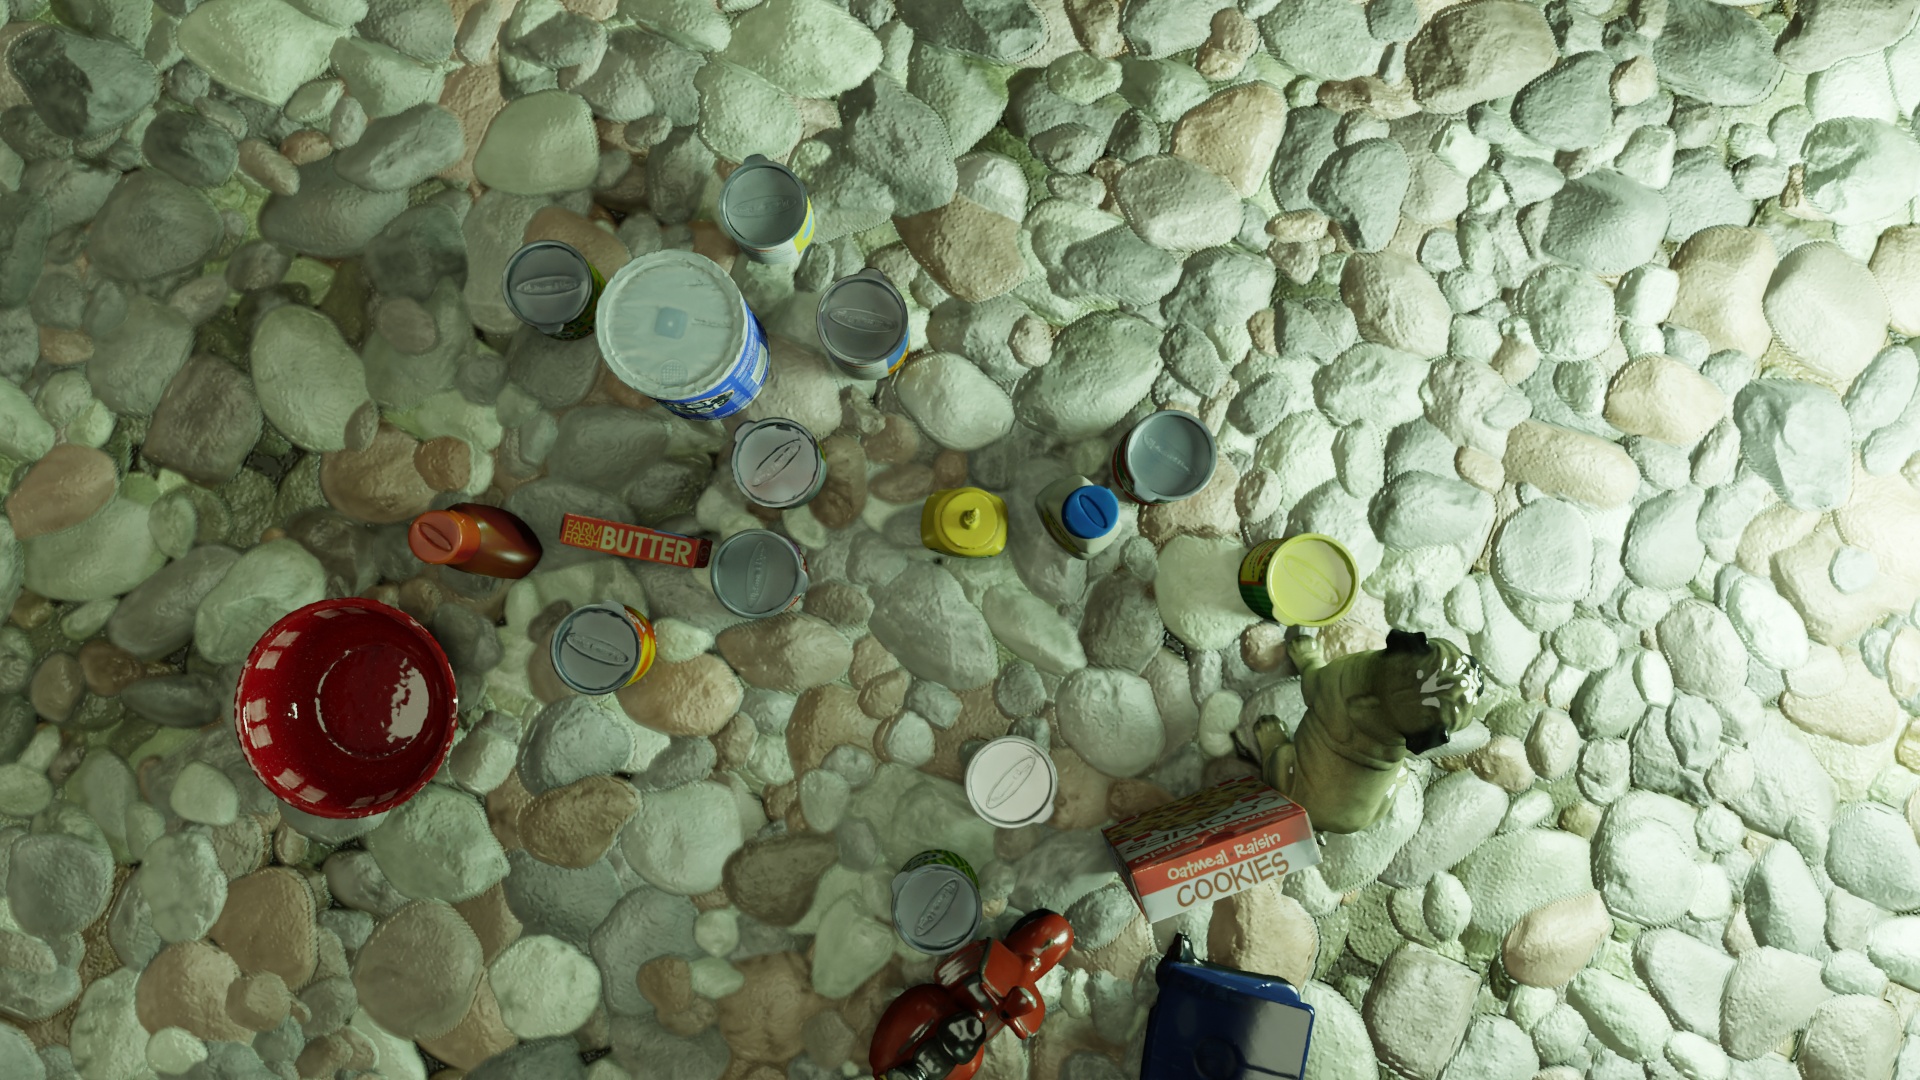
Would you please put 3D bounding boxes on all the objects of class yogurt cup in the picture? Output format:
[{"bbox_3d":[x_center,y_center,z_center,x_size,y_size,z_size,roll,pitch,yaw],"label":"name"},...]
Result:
[{"bbox_3d":[0.036,0.177,1.038,0.072,0.054,0.072,0,88,-1],"label":"yogurt cup"}]

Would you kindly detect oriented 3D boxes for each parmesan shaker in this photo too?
[{"bbox_3d":[0.244,0.031,1.023,0.071,0.103,0.071,0,88,-1],"label":"parmesan shaker"}]

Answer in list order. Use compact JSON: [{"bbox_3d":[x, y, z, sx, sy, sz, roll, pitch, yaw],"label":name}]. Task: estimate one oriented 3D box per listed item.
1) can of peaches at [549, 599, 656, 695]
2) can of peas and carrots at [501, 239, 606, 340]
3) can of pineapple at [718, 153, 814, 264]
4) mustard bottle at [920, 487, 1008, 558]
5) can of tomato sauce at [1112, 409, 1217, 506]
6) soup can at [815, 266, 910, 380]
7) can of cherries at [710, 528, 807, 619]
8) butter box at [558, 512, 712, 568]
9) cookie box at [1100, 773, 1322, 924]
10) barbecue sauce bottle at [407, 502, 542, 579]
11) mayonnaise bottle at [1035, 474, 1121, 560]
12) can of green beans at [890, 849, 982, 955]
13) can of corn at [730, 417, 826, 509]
[{"bbox_3d":[-0.264,0.078,1.034,0.071,0.058,0.071,0,88,-1],"label":"can of peaches"},{"bbox_3d":[-0.302,-0.184,1.044,0.071,0.058,0.071,0,88,-1],"label":"can of peas and carrots"},{"bbox_3d":[-0.145,-0.248,1.050,0.071,0.058,0.071,0,88,-1],"label":"can of pineapple"},{"bbox_3d":[0.004,-0.012,0.992,0.065,0.160,0.049,6,88,-1],"label":"mustard bottle"},{"bbox_3d":[0.149,-0.058,1.035,0.071,0.083,0.071,0,88,-1],"label":"can of tomato sauce"},{"bbox_3d":[-0.070,-0.160,1.034,0.071,0.084,0.071,0,88,-1],"label":"soup can"},{"bbox_3d":[-0.147,0.026,1.038,0.071,0.058,0.071,0,88,-1],"label":"can of cherries"},{"bbox_3d":[-0.242,0.001,1.040,0.103,0.053,0.024,11,88,-1],"label":"butter box"},{"bbox_3d":[0.171,0.213,0.982,0.123,0.167,0.040,-20,89,-1],"label":"cookie box"},{"bbox_3d":[-0.348,-0.001,0.991,0.065,0.148,0.043,39,88,0],"label":"barbecue sauce bottle"},{"bbox_3d":[0.086,-0.018,0.999,0.041,0.148,0.065,-38,89,-2],"label":"mayonnaise bottle"},{"bbox_3d":[-0.017,0.267,1.031,0.071,0.058,0.071,0,88,-1],"label":"can of green beans"},{"bbox_3d":[-0.137,-0.058,1.042,0.071,0.058,0.071,0,88,-1],"label":"can of corn"}]
